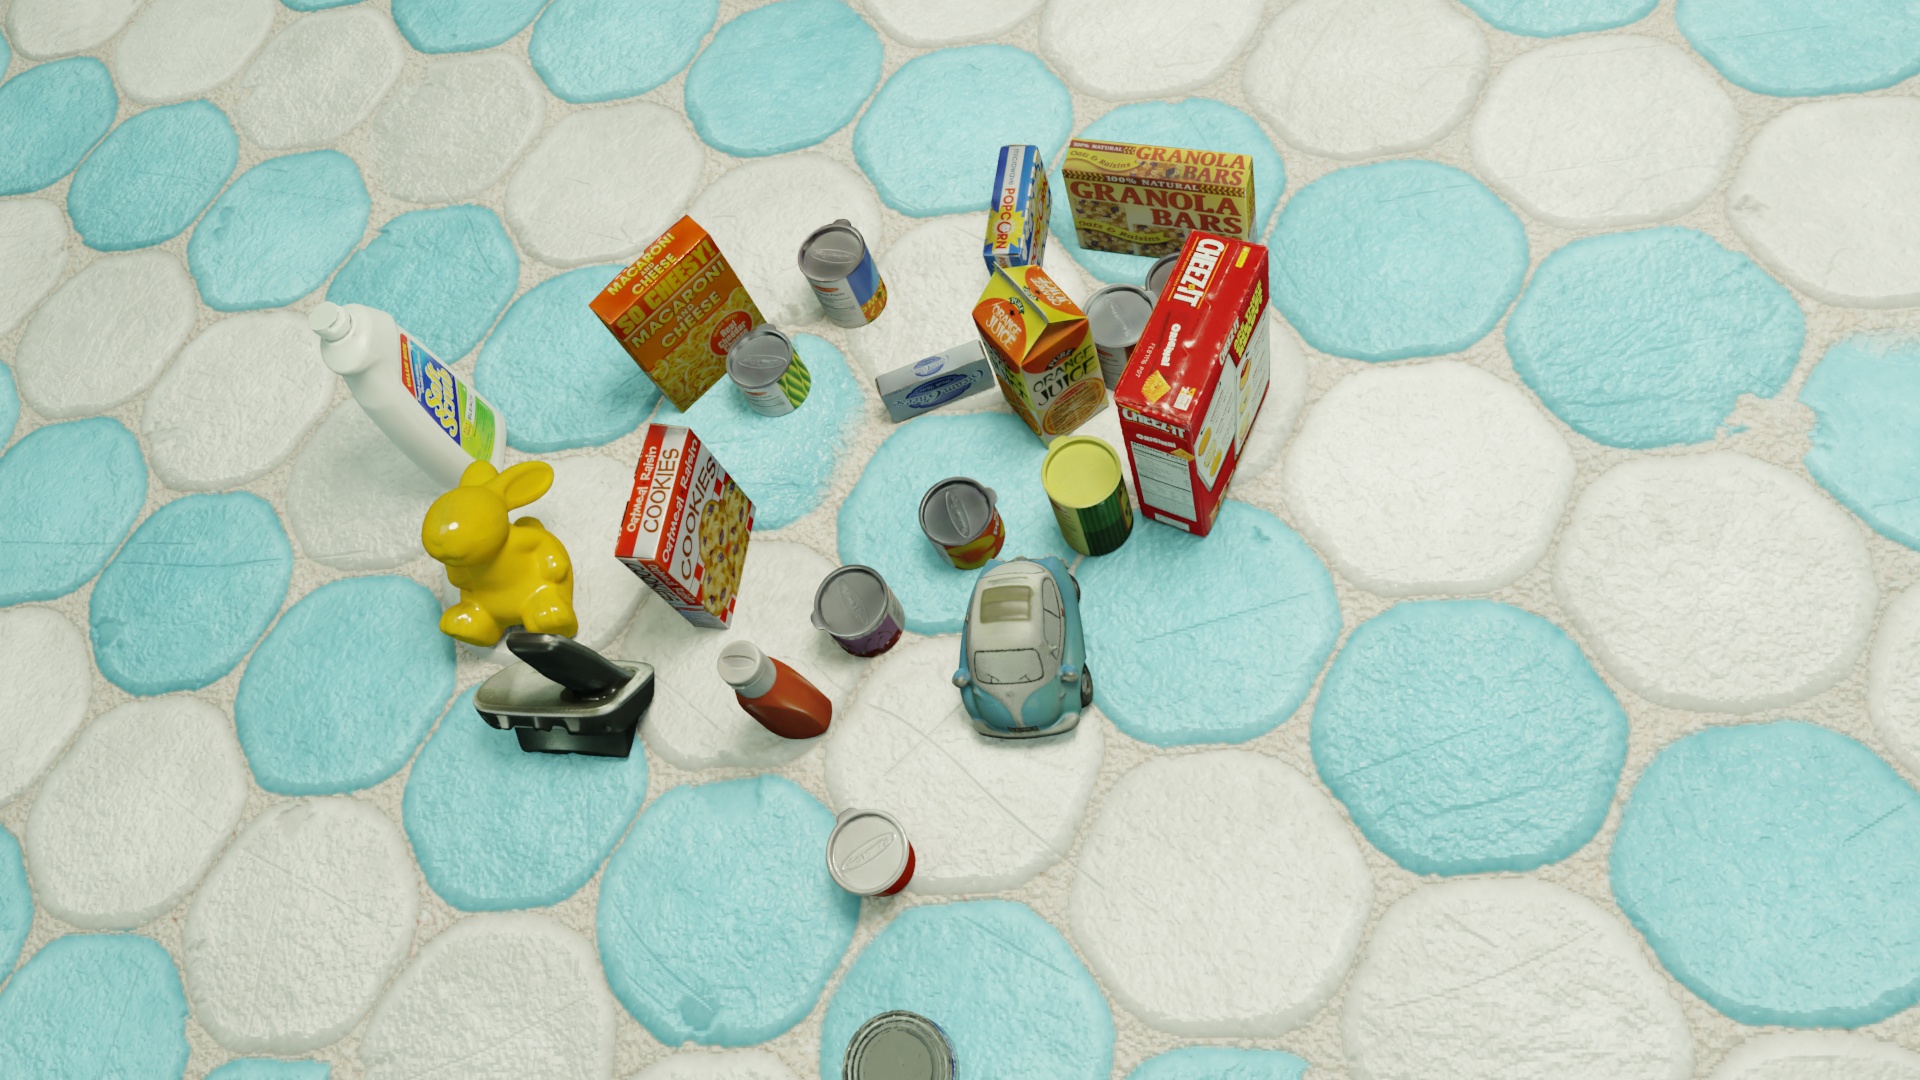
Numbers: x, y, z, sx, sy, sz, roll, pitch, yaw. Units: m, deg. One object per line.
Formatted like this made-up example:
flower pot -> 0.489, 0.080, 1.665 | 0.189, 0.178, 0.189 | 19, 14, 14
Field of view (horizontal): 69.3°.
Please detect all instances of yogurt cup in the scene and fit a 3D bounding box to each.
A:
yogurt cup -> -0.068, 0.254, 1.113 | 0.072, 0.053, 0.072 | -5, 65, 11

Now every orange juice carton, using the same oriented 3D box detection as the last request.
orange juice carton -> 0.068, -0.164, 1.192 | 0.073, 0.192, 0.072 | -36, 63, -4

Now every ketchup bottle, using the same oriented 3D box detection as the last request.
ketchup bottle -> -0.156, 0.123, 1.140 | 0.065, 0.148, 0.044 | 1, 67, 14

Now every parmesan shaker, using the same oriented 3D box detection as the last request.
parmesan shaker -> 0.108, -0.039, 1.175 | 0.071, 0.102, 0.071 | -5, 65, 11

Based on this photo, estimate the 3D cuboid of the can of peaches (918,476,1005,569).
can of peaches -> 0.004, -0.015, 1.215 | 0.071, 0.058, 0.071 | -5, 65, 11

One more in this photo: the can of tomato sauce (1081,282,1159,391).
can of tomato sauce -> 0.148, -0.181, 1.241 | 0.071, 0.083, 0.071 | -5, 65, 11

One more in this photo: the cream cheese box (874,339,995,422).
cream cheese box -> -0.022, -0.147, 1.283 | 0.104, 0.053, 0.024 | -20, 63, 4

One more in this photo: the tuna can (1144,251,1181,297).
tuna can -> 0.206, -0.228, 1.277 | 0.071, 0.032, 0.071 | -5, 65, 11

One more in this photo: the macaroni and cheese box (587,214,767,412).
macaroni and cheese box -> -0.260, -0.210, 1.306 | 0.124, 0.166, 0.040 | -45, 64, -8

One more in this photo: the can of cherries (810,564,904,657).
can of cherries -> -0.089, 0.063, 1.202 | 0.071, 0.058, 0.072 | -5, 65, 11

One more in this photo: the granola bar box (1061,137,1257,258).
granola bar box -> 0.184, -0.307, 1.267 | 0.165, 0.124, 0.039 | 11, 70, 18

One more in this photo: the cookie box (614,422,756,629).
cookie box -> -0.236, -0.009, 1.209 | 0.040, 0.167, 0.123 | 3, 67, 15

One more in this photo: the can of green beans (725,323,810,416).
can of green beans -> -0.182, -0.160, 1.325 | 0.071, 0.057, 0.071 | -5, 65, 11

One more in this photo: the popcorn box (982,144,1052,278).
popcorn box -> 0.055, -0.298, 1.315 | 0.038, 0.085, 0.127 | 3, 67, 15

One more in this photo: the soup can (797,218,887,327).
soup can -> -0.111, -0.256, 1.337 | 0.071, 0.083, 0.071 | -5, 65, 11
